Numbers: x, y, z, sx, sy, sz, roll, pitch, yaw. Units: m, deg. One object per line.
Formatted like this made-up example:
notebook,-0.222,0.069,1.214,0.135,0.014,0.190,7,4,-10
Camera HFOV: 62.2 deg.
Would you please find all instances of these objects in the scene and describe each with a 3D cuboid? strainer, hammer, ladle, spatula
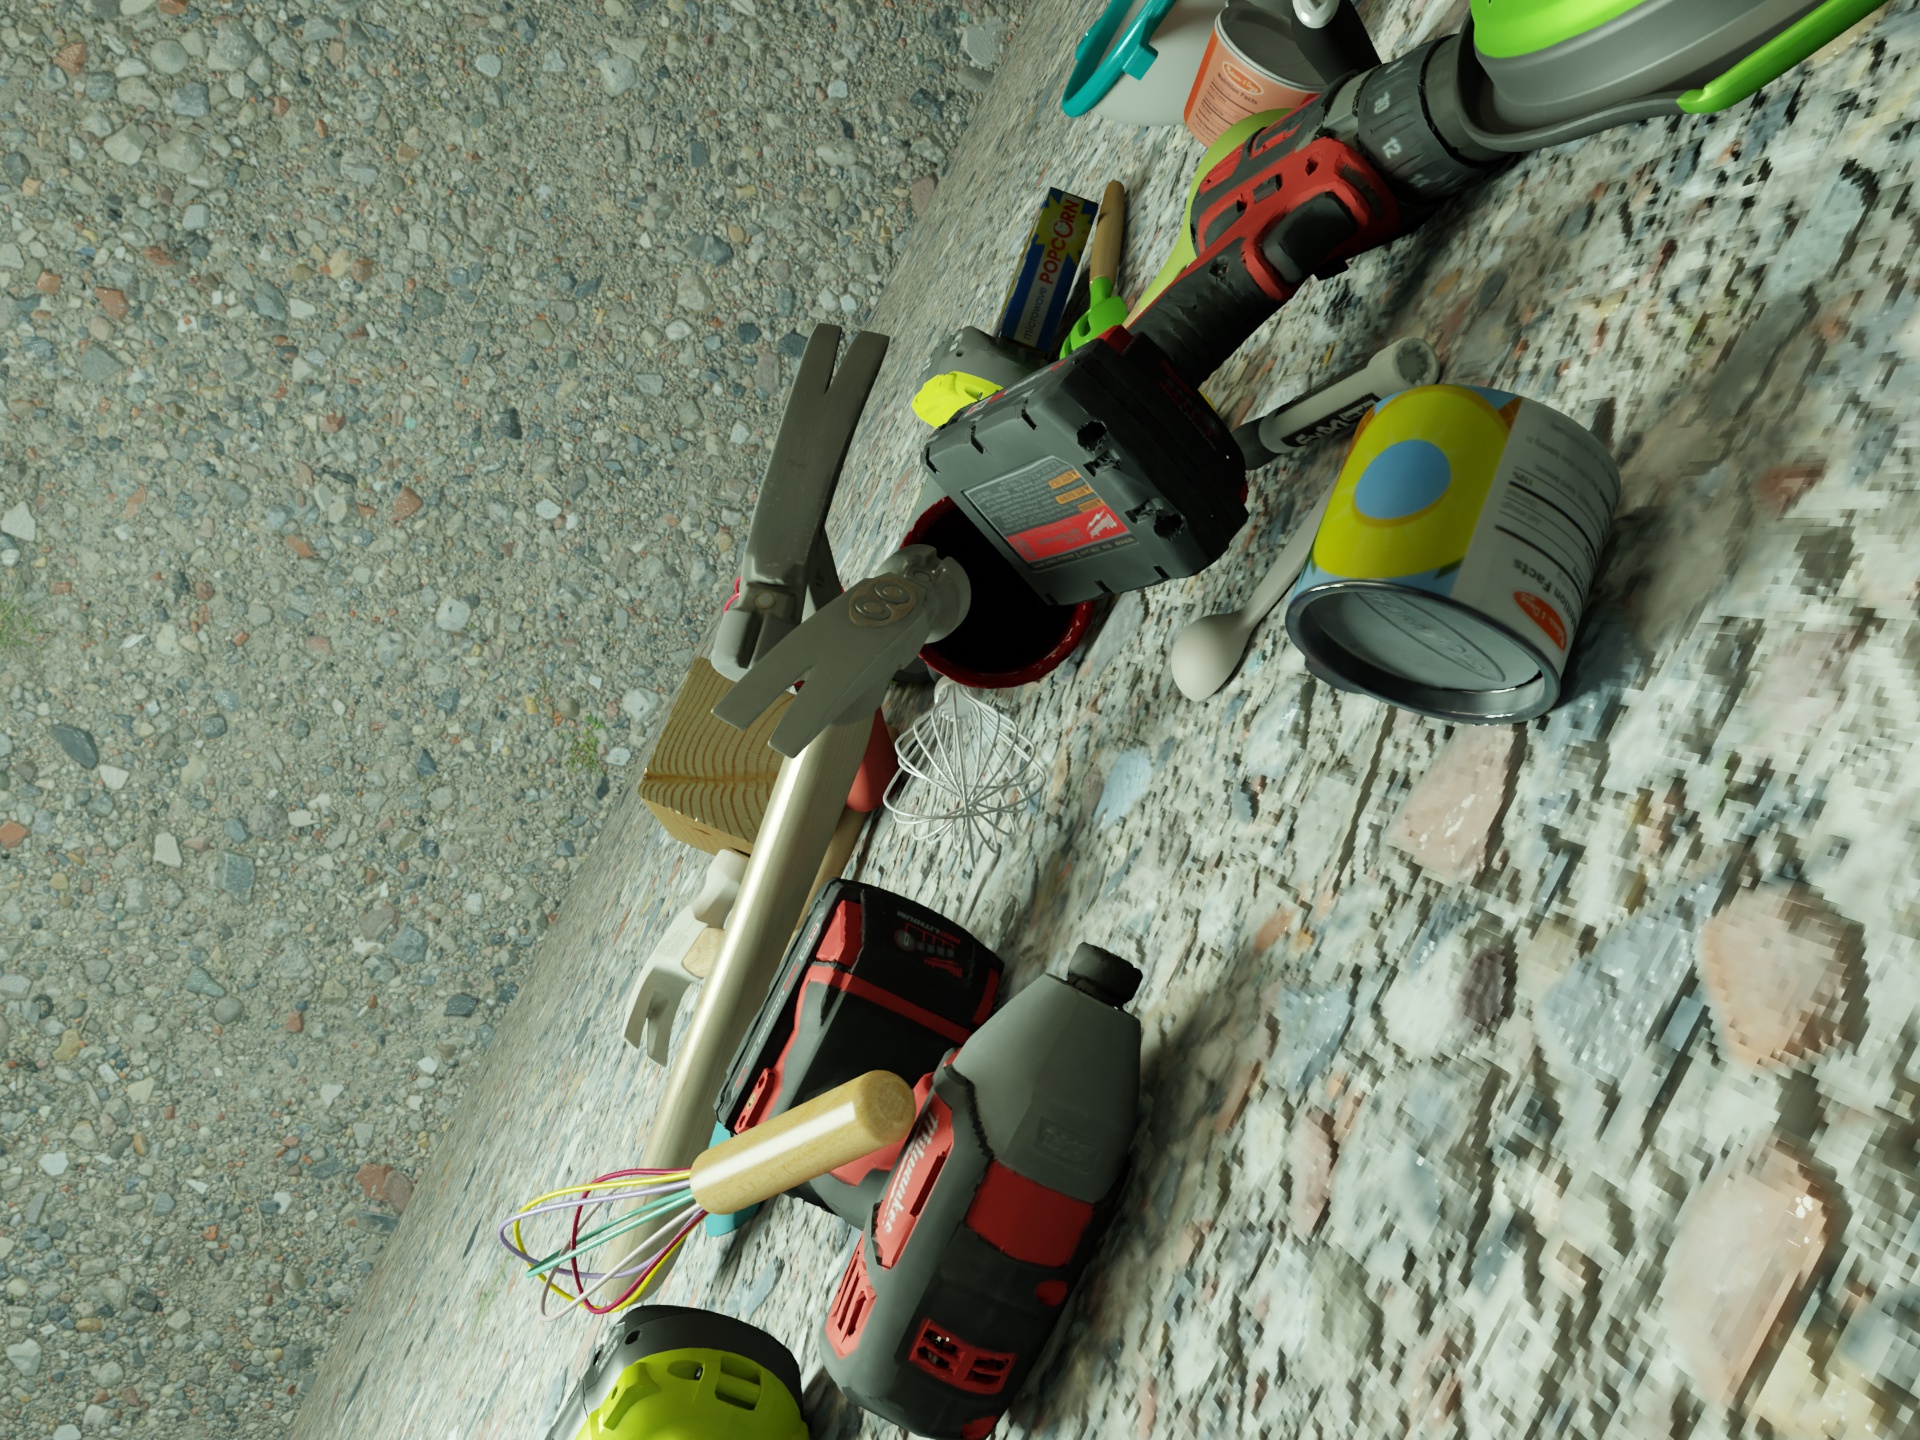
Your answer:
strainer,0.143,-0.425,0.963,0.211,0.095,0.340,-59,12,4
hammer,-0.101,0.122,0.669,0.146,0.038,0.410,-47,-17,-56
ladle,0.100,-0.194,0.818,0.320,0.062,0.078,131,154,-63
spatula,-0.084,0.129,0.894,0.082,0.044,0.318,-45,18,52
hammer,-0.093,0.123,0.810,0.130,0.031,0.331,-58,21,-21
hammer,-0.055,-0.035,0.765,0.358,0.037,0.149,84,-159,-72

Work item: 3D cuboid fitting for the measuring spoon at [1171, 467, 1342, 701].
measuring spoon,0.110,-0.059,0.556,0.124,0.018,0.034,-55,16,23

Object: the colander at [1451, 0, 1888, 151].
colander,0.200,-0.293,0.447,0.204,0.094,0.397,-35,22,32

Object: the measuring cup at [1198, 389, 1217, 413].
measuring cup,0.087,-0.146,0.751,0.062,0.029,0.157,-61,18,22

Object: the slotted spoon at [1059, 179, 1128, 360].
slotted spoon,0.092,-0.290,1.032,0.070,0.031,0.314,-55,14,37

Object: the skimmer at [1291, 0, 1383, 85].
skimmer,0.137,-0.267,0.536,0.363,0.090,0.127,-9,-75,-66

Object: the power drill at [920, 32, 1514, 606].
power drill,0.107,-0.151,0.554,0.227,0.080,0.188,-50,17,-20

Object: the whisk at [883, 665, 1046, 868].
whisk,-0.002,-0.002,0.781,0.070,0.070,0.285,-59,10,14

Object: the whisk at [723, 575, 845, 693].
whisk,-0.094,-0.029,0.981,0.295,0.073,0.073,84,-152,-71

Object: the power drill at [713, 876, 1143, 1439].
power drill,-0.010,0.126,0.534,0.143,0.078,0.220,-64,17,-4

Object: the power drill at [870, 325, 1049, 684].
power drill,-0.021,-0.132,1.040,0.223,0.080,0.171,-67,15,-4

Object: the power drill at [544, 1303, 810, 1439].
power drill,-0.105,0.320,0.504,0.190,0.080,0.229,-59,17,9

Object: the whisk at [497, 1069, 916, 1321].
whisk,-0.088,0.160,0.528,0.245,0.051,0.047,-36,68,43
